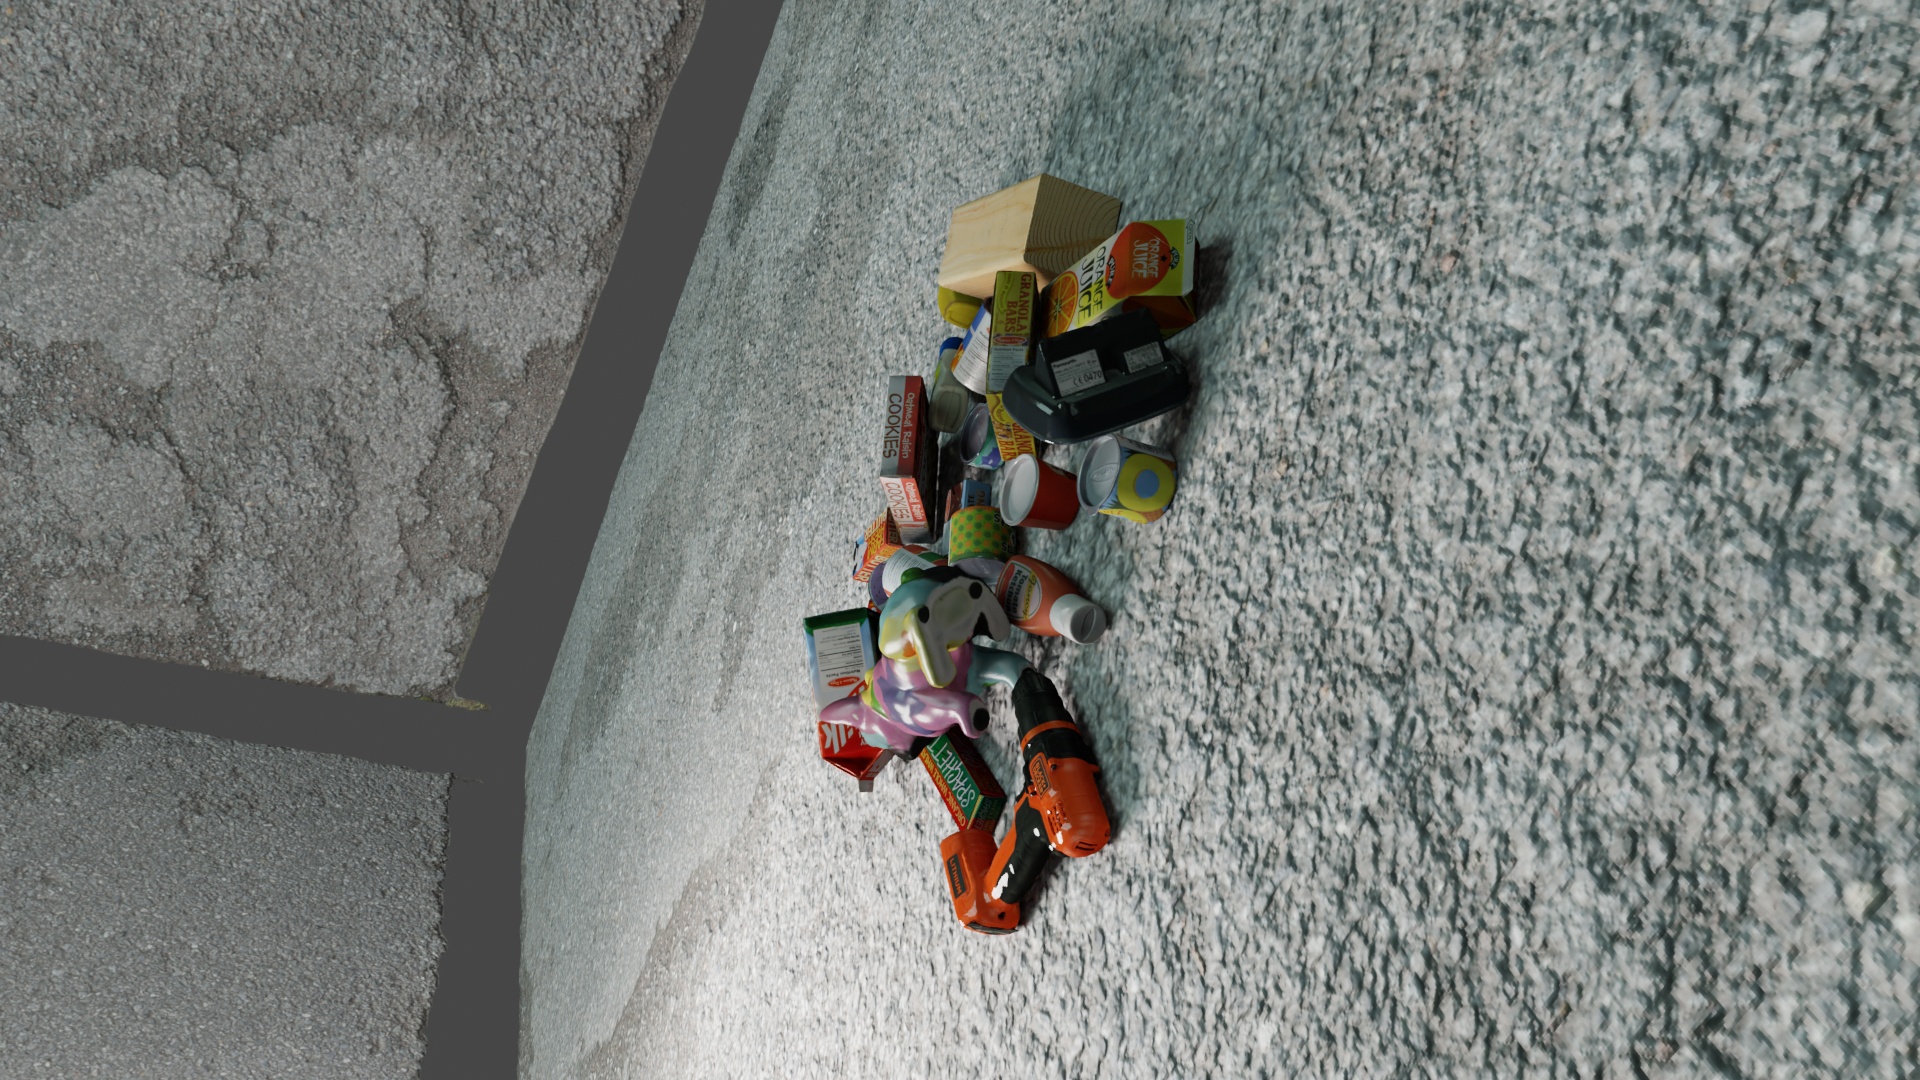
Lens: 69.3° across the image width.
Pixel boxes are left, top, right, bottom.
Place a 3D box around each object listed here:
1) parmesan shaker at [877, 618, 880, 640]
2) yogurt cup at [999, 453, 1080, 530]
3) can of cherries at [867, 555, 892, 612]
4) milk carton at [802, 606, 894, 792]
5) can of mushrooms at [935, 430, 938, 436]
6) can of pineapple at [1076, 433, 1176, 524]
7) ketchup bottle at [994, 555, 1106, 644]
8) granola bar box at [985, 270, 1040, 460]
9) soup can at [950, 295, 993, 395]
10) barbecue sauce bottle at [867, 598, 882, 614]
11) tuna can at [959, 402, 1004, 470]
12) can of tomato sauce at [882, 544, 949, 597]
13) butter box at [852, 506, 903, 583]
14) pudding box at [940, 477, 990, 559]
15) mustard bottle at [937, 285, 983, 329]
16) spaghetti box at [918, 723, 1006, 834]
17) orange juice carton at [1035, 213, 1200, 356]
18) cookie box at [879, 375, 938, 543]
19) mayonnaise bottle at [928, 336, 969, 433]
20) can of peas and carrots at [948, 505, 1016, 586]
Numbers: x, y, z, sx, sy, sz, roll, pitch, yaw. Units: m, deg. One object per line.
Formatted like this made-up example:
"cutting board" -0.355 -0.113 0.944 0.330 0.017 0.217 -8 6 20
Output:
"parmesan shaker" -0.038 0.109 1.436 0.071 0.071 0.103 -70 25 13
"yogurt cup" 0.075 -0.041 1.283 0.072 0.054 0.073 -42 40 51
"can of cherries" -0.059 0.043 1.513 0.058 0.071 0.072 -31 50 58
"milk carton" -0.113 0.173 1.479 0.072 0.073 0.191 48 -148 -76
"can of mushrooms" -0.054 -0.126 1.638 0.070 0.033 0.071 -41 42 51
"can of pineapple" 0.137 -0.049 1.148 0.070 0.058 0.071 -43 39 51
"ketchup bottle" 0.080 0.057 1.232 0.149 0.043 0.064 26 100 65
"granola bar box" 0.054 -0.160 1.311 0.165 0.039 0.124 69 -155 -70
"soup can" 0.037 -0.203 1.446 0.083 0.071 0.072 -60 29 33
"barbecue sauce bottle" -0.086 0.136 1.548 0.064 0.044 0.149 -18 61 55
"tuna can" 0.029 -0.110 1.449 0.070 0.033 0.071 -43 39 51
"can of tomato sauce" -0.029 0.047 1.419 0.083 0.071 0.071 25 100 47
"butter box" -0.100 0.006 1.674 0.103 0.024 0.053 -43 39 50
"pudding box" 0.005 -0.018 1.453 0.049 0.030 0.084 -31 50 60
"mustard bottle" 0.011 -0.311 1.566 0.048 0.065 0.161 129 150 -51
"spaghetti box" -0.015 0.208 1.372 0.050 0.029 0.251 -69 25 15
"orange juice carton" 0.145 -0.212 1.203 0.192 0.073 0.072 -26 54 59
"cookie box" -0.052 -0.085 1.506 0.166 0.040 0.123 77 -165 -65
"mayonnaise bottle" -0.009 -0.176 1.520 0.149 0.041 0.064 -85 9 -58
"can of peas and carrots" 0.024 0.005 1.358 0.070 0.071 0.059 -38 43 54
